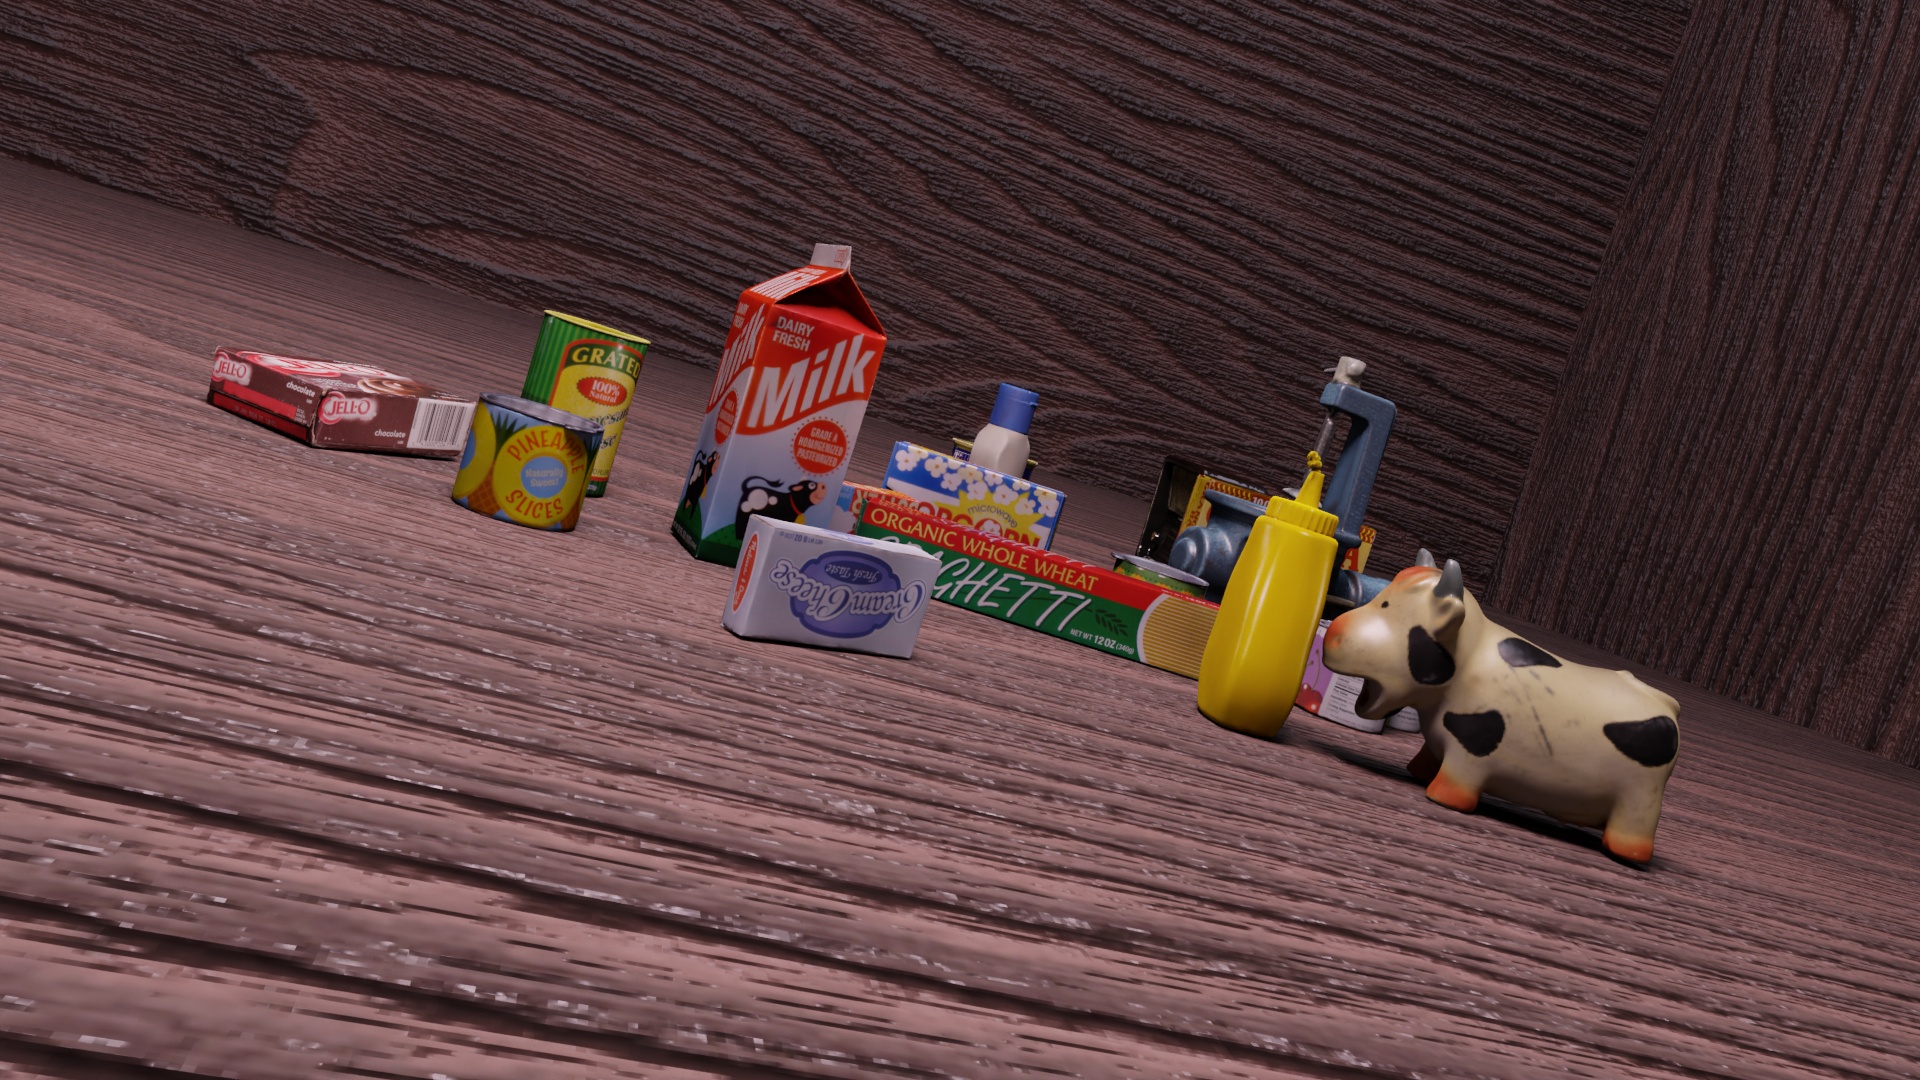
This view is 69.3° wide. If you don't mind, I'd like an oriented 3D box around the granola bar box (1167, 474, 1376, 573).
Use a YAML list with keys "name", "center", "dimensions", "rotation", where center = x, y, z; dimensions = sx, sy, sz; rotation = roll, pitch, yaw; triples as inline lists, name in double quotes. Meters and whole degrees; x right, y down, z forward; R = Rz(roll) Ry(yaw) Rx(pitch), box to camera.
- name: "granola bar box"
  center: [0.270, 0.024, 1.230]
  dimensions: [0.166, 0.124, 0.039]
  rotation: [16, 6, -15]

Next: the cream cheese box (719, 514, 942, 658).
- name: "cream cheese box"
  center: [-0.060, 0.023, 0.654]
  dimensions: [0.104, 0.053, 0.024]
  rotation: [12, 8, -43]

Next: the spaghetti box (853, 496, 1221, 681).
- name: "spaghetti box"
  center: [0.049, 0.031, 0.900]
  dimensions: [0.250, 0.050, 0.029]
  rotation: [17, 6, -2]

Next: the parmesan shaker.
- name: "parmesan shaker"
  center: [-0.239, -0.085, 0.872]
  dimensions: [0.071, 0.103, 0.071]
  rotation: [17, 6, -2]

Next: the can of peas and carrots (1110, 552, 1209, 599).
- name: "can of peas and carrots"
  center: [0.128, 0.046, 0.952]
  dimensions: [0.071, 0.058, 0.071]
  rotation: [17, 6, -2]

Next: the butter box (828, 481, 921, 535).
- name: "butter box"
  center: [-0.074, -0.012, 0.923]
  dimensions: [0.024, 0.053, 0.103]
  rotation: [22, 8, 39]

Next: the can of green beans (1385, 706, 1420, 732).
- name: "can of green beans"
  center: [0.301, 0.097, 0.983]
  dimensions: [0.071, 0.057, 0.071]
  rotation: [17, 6, -2]

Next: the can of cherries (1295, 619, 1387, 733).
- name: "can of cherries"
  center: [0.259, 0.090, 0.930]
  dimensions: [0.071, 0.058, 0.071]
  rotation: [17, 6, -2]

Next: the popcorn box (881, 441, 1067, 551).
- name: "popcorn box"
  center: [0.004, -0.012, 0.995]
  dimensions: [0.127, 0.085, 0.038]
  rotation: [18, 6, 4]

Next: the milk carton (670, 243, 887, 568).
- name: "milk carton"
  center: [-0.101, -0.079, 0.804]
  dimensions: [0.073, 0.190, 0.072]
  rotation: [15, 6, -26]

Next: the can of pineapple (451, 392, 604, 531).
- name: "can of pineapple"
  center: [-0.227, -0.041, 0.733]
  dimensions: [0.071, 0.057, 0.071]
  rotation: [17, 6, -2]

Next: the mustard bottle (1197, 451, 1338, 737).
- name: "mustard bottle"
  center: [0.178, 0.028, 0.779]
  dimensions: [0.049, 0.160, 0.065]
  rotation: [17, 6, -8]

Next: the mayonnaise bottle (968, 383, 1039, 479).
- name: "mayonnaise bottle"
  center: [0.031, -0.064, 1.233]
  dimensions: [0.041, 0.148, 0.065]
  rotation: [21, 7, 31]
